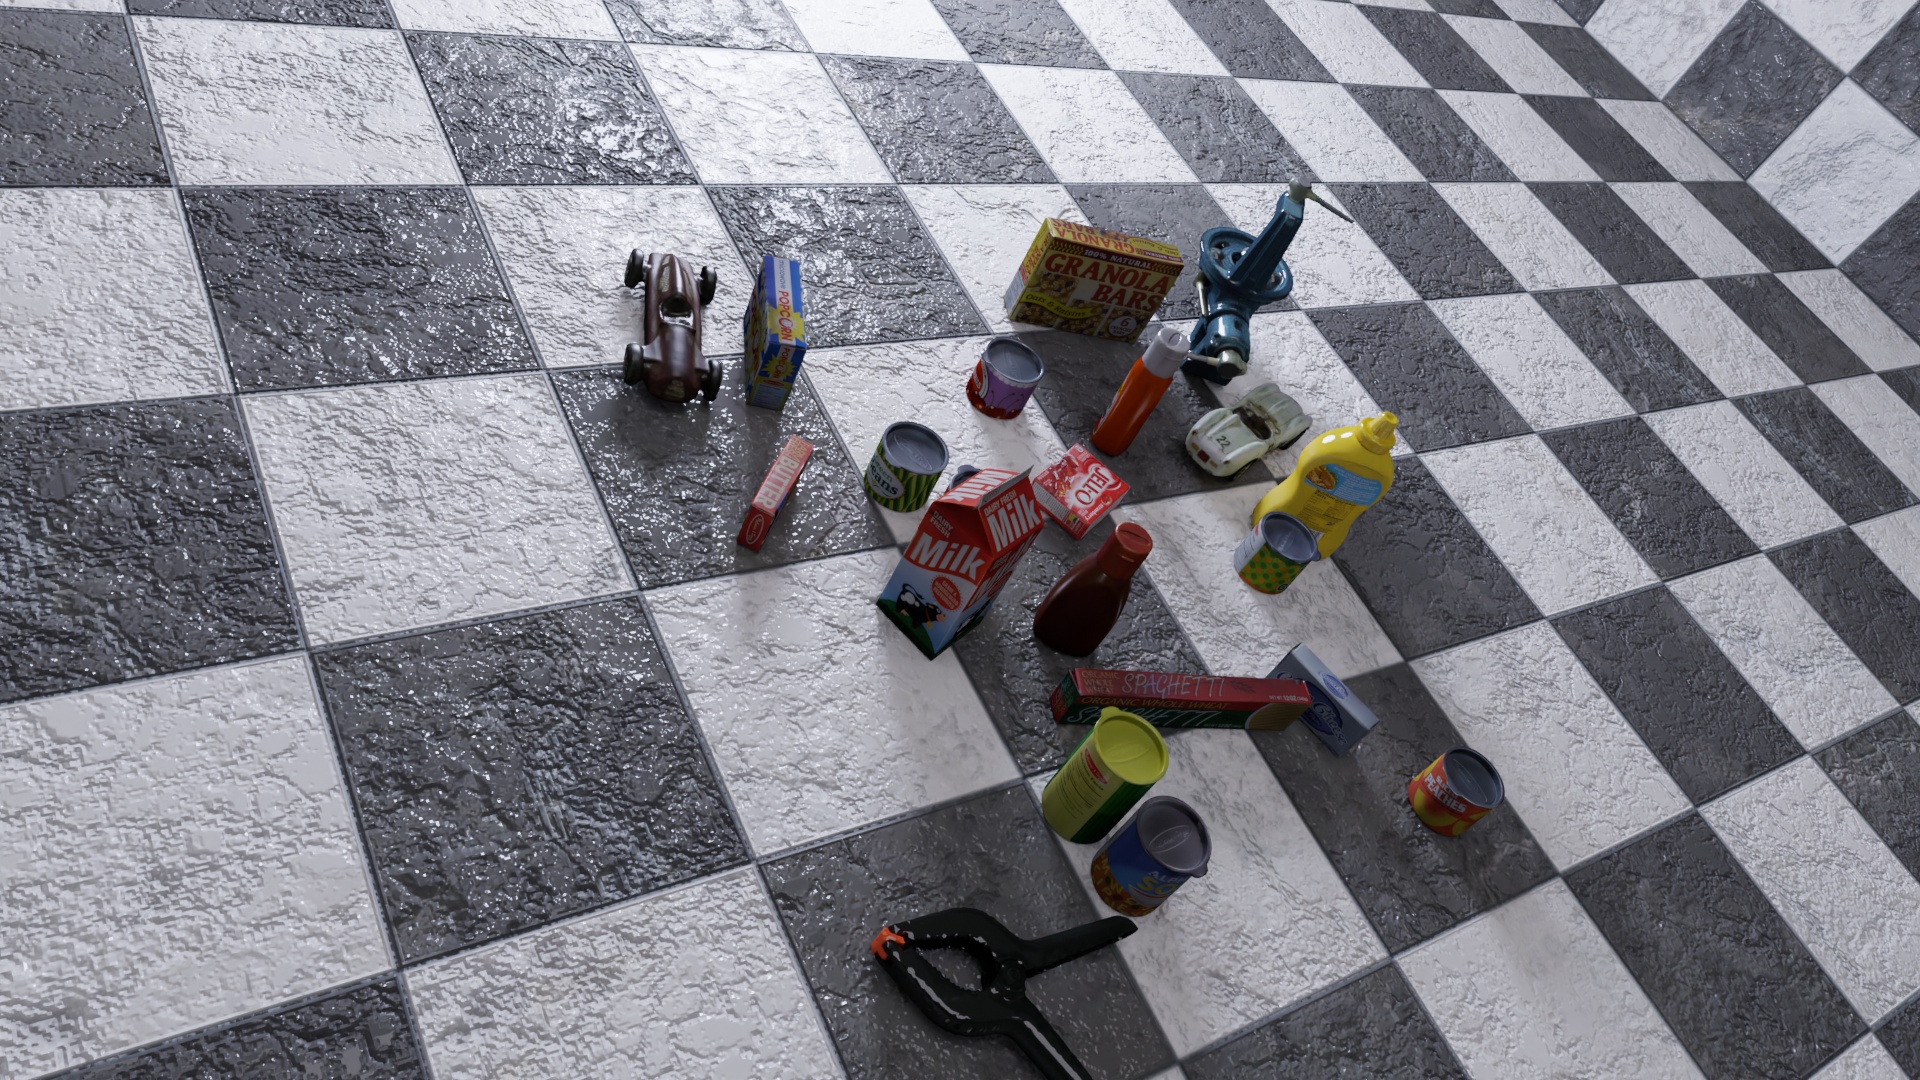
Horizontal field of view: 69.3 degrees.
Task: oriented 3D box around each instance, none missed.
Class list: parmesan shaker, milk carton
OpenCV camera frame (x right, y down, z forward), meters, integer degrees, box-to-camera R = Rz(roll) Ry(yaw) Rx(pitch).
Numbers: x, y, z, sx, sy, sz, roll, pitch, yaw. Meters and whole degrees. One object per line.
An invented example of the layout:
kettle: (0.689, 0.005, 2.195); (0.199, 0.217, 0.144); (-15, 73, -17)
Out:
parmesan shaker: (0.115, 0.191, 1.127); (0.071, 0.102, 0.072); (15, 46, -16)
milk carton: (0.004, 0.010, 1.167); (0.073, 0.189, 0.073); (44, 46, 13)

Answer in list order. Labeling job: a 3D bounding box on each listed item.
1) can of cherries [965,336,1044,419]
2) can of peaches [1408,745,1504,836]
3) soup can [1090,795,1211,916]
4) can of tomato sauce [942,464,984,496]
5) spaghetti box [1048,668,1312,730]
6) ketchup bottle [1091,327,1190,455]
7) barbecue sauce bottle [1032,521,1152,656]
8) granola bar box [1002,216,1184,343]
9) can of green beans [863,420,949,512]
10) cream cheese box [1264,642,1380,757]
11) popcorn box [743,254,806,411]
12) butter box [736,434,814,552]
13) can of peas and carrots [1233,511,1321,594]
can of cherries: (0.043, -0.168, 1.439); (0.071, 0.058, 0.072); (15, 46, -16)
can of peaches: (0.463, 0.236, 1.304); (0.071, 0.057, 0.071); (15, 46, -16)
soup can: (0.152, 0.255, 1.105); (0.071, 0.083, 0.072); (15, 46, -16)
can of tomato sauce: (0.005, -0.016, 1.266); (0.071, 0.082, 0.071); (15, 46, -16)
spaghetti box: (0.200, 0.144, 1.252); (0.250, 0.050, 0.029); (5, 50, -24)
ketchup bottle: (0.188, -0.155, 1.440); (0.043, 0.148, 0.065); (34, 44, 3)
barbecue sauce bottle: (0.121, 0.043, 1.229); (0.065, 0.147, 0.044); (24, 45, -7)
granola bar box: (0.148, -0.288, 1.553); (0.166, 0.123, 0.039); (7, 49, -23)
can of green beans: (-0.051, -0.069, 1.302); (0.071, 0.057, 0.071); (15, 46, -16)
cream cheese box: (0.341, 0.152, 1.317); (0.024, 0.053, 0.104); (-27, 68, -41)
popcorn box: (-0.179, -0.200, 1.331); (0.038, 0.084, 0.127); (9, 48, -21)
butter box: (-0.163, -0.043, 1.223); (0.024, 0.052, 0.104); (27, 44, -4)
can of peas and carrots: (0.325, 0.014, 1.426); (0.071, 0.058, 0.071); (15, 46, -16)
